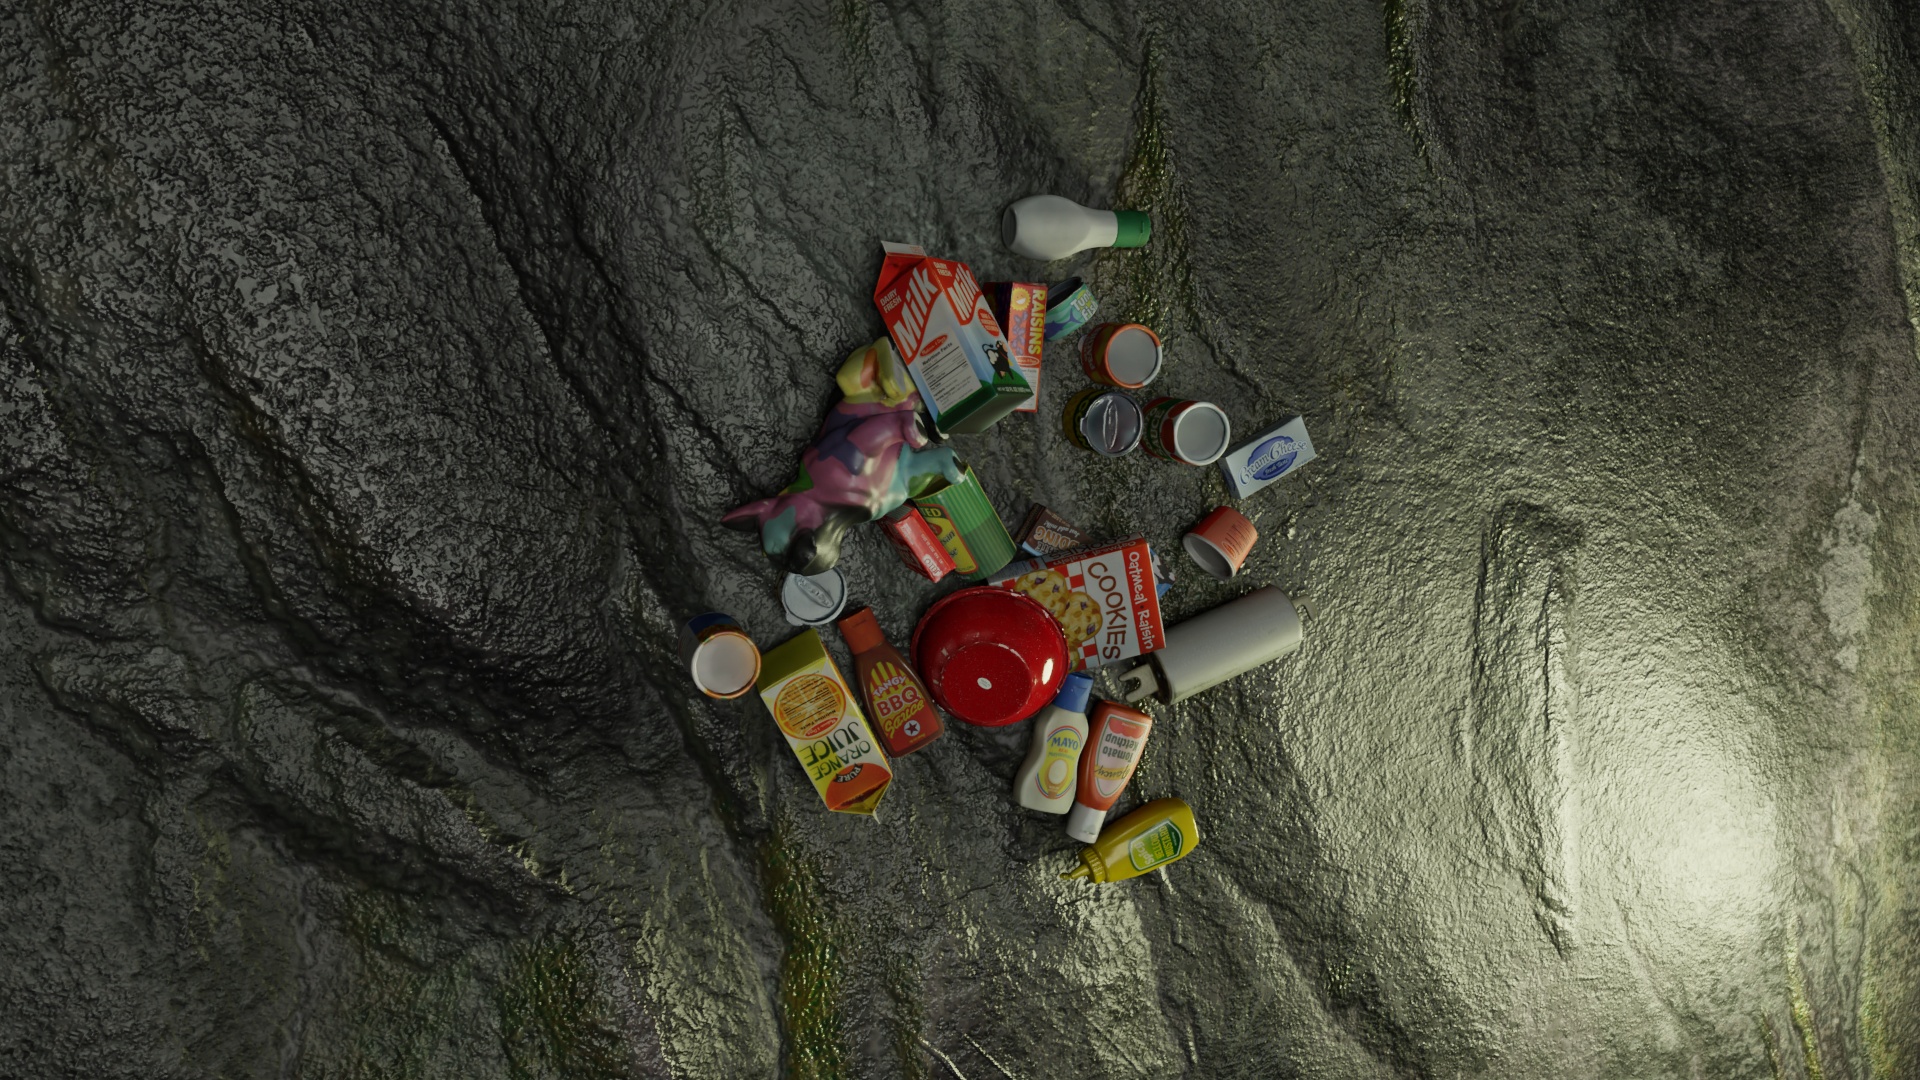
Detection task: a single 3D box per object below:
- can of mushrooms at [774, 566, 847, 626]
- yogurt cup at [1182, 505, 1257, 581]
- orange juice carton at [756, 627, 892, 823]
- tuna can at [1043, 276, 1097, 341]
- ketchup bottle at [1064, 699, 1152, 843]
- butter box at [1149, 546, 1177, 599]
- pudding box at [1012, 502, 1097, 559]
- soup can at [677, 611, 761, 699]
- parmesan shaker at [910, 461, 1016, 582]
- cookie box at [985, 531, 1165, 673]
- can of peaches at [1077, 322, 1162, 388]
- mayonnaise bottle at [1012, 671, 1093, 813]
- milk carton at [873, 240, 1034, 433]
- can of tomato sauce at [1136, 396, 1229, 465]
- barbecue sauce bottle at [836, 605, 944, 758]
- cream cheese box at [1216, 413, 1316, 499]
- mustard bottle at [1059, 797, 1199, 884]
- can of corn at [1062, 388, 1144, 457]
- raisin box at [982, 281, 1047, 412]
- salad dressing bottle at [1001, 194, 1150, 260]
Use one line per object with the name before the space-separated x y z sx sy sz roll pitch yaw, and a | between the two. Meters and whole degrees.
can of mushrooms | -0.147 0.049 1.355 0.071 0.033 0.071 -4 100 -20
yogurt cup | 0.280 0.000 1.486 0.054 0.072 0.072 -48 111 -16
orange juice carton | -0.126 0.189 1.352 0.073 0.072 0.192 -28 115 -5
tuna can | 0.103 -0.230 1.381 0.071 0.071 0.032 -41 111 -9
ketchup bottle | 0.153 0.249 1.490 0.065 0.043 0.148 19 92 -19
butter box | 0.178 0.058 1.479 0.103 0.024 0.053 -46 110 -8
pudding box | 0.102 0.004 1.439 0.083 0.030 0.049 33 88 -21
soup can | -0.225 0.108 1.309 0.071 0.084 0.071 -3 100 -20
parmesan shaker | 0.005 -0.017 1.378 0.071 0.071 0.103 -35 108 -11
cookie box | 0.118 0.070 1.424 0.168 0.040 0.122 -14 113 -4
can of peaches | 0.162 -0.189 1.415 0.071 0.058 0.071 -4 100 -20
mayonnaise bottle | 0.103 0.211 1.467 0.065 0.041 0.148 14 94 -20
milk carton | -0.015 -0.200 1.307 0.072 0.073 0.191 -9 69 -58
can of tomato sauce | 0.228 -0.114 1.438 0.071 0.083 0.071 -3 100 -20
barbecue sauce bottle | -0.074 0.138 1.379 0.065 0.043 0.148 -27 95 -9
cream cheese box | 0.332 -0.091 1.511 0.104 0.024 0.053 -29 106 -14
mustard bottle | 0.181 0.336 1.511 0.161 0.049 0.065 -23 104 -15
can of corn | 0.143 -0.121 1.419 0.071 0.058 0.071 -3 100 -19
raisin box | 0.049 -0.190 1.359 0.040 0.086 0.123 2 98 -19
salad dressing bottle | 0.117 -0.312 1.388 0.148 0.044 0.064 -4 98 -20
